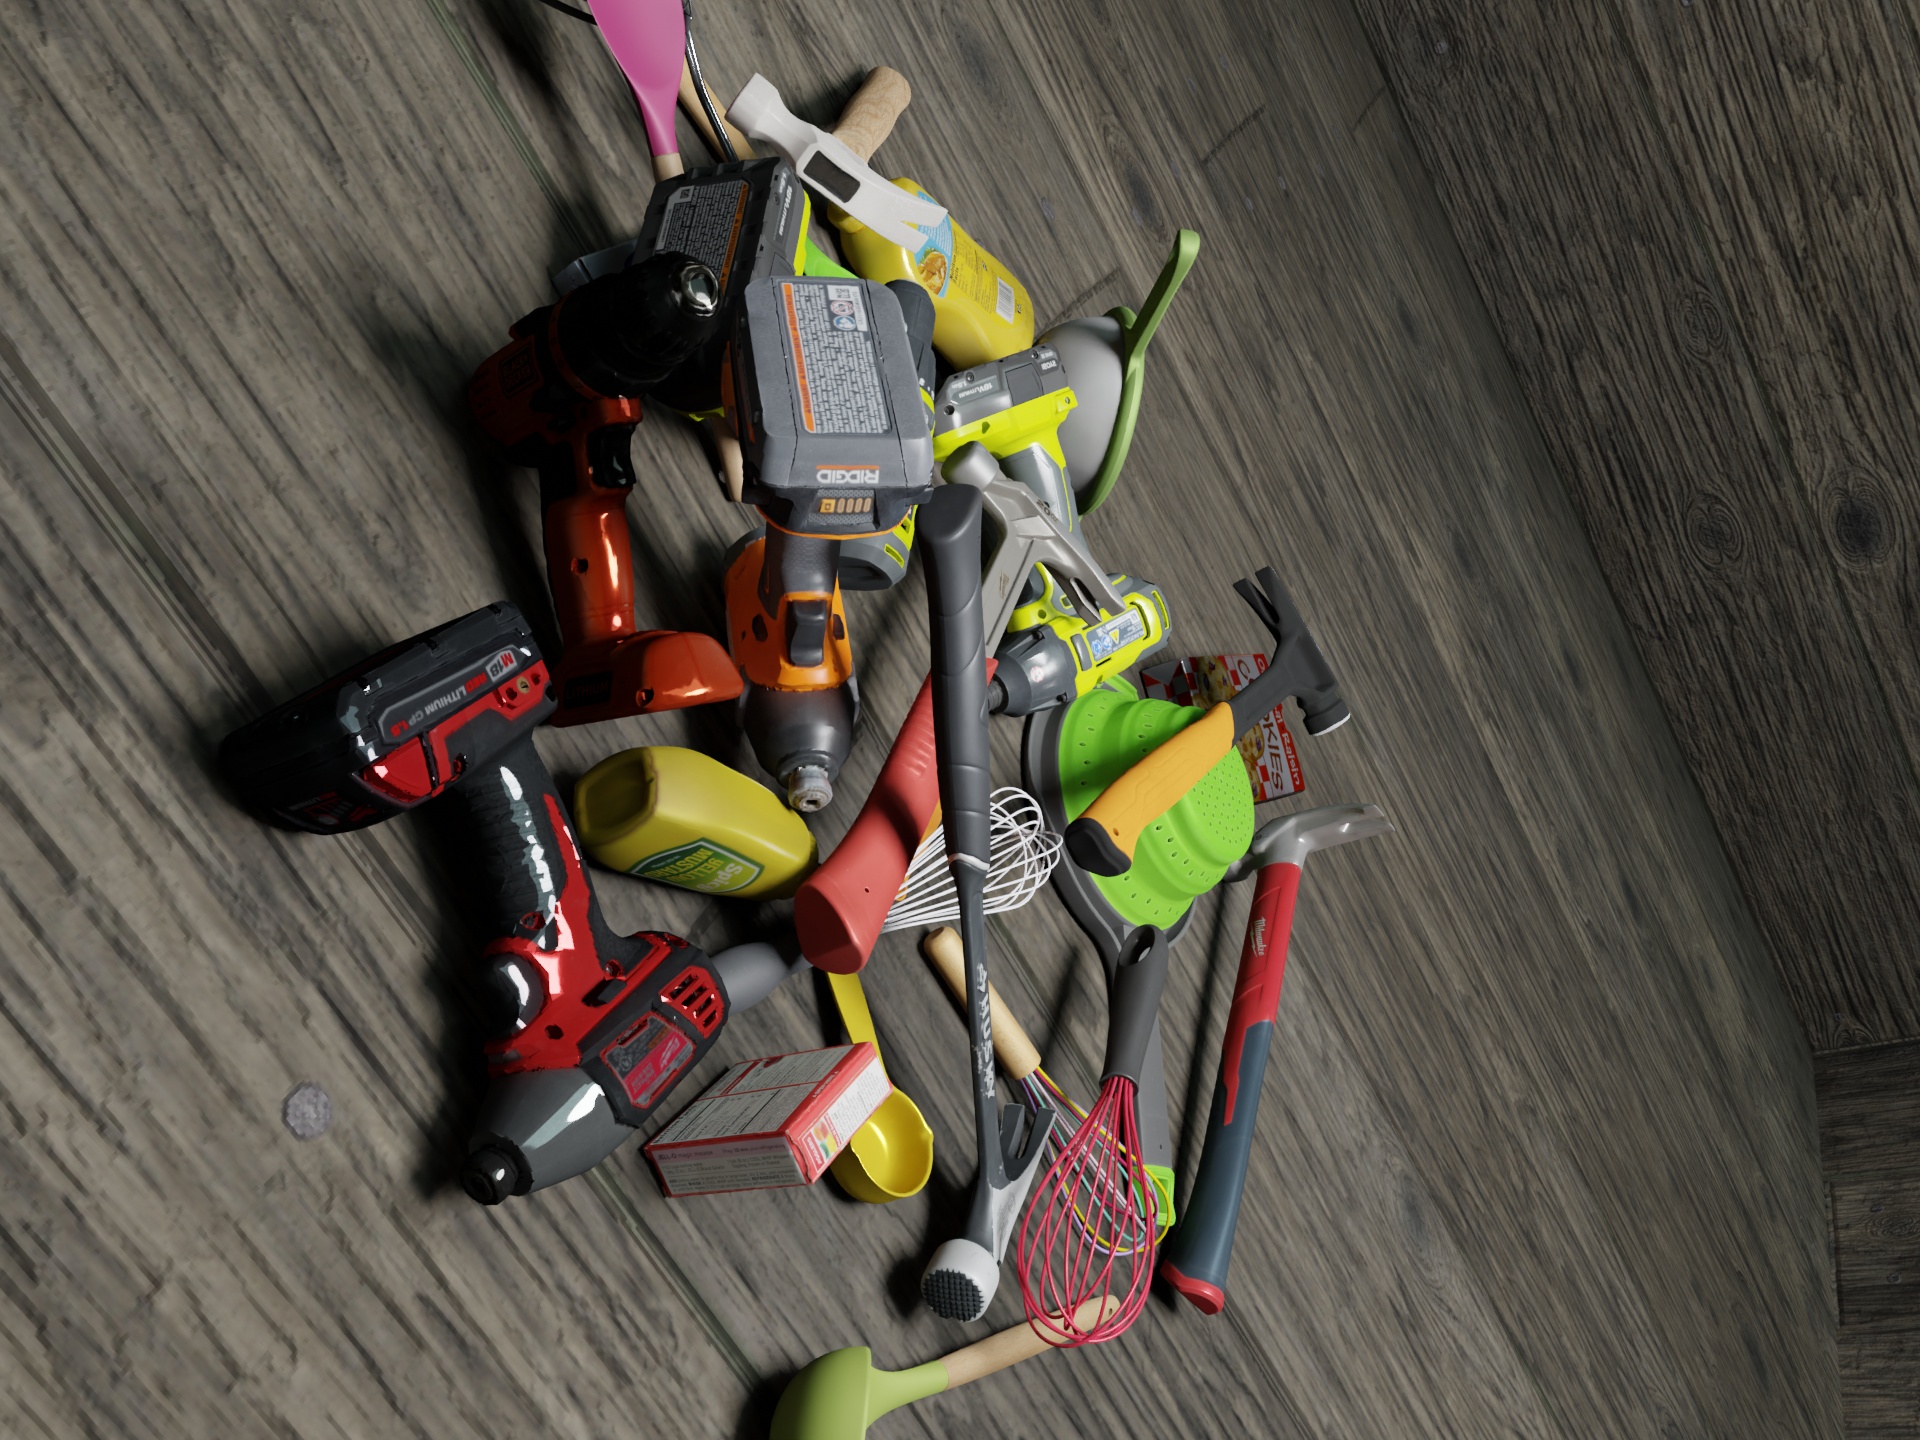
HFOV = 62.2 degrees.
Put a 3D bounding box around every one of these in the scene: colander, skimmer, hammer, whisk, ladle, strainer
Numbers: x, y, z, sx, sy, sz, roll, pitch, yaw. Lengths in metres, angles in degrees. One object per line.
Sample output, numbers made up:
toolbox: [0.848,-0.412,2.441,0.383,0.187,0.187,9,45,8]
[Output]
colander: [0.143,0.129,1.068,0.204,0.094,0.397,26,53,-47]
skimmer: [-0.153,-0.305,0.922,0.127,0.090,0.363,-79,148,-54]
hammer: [0.212,0.218,1.099,0.038,0.143,0.387,46,44,-28]
hammer: [0.158,0.006,1.038,0.337,0.034,0.127,-34,96,-49]
whisk: [-0.041,0.101,0.836,0.284,0.070,0.070,-21,91,-47]
hammer: [0.008,0.086,0.794,0.149,0.036,0.408,-46,136,-63]
ladle: [0.013,0.333,0.812,0.320,0.062,0.078,12,88,-56]
strainer: [0.088,-0.249,1.096,0.069,0.256,0.152,8,62,-13]
hammer: [-0.001,-0.003,0.875,0.149,0.036,0.359,46,42,-22]
whisk: [0.088,0.223,0.903,0.073,0.073,0.296,53,33,-25]
hammer: [-0.060,-0.374,1.005,0.130,0.031,0.332,36,26,-15]
whisk: [0.053,0.219,0.940,0.245,0.047,0.051,57,36,-14]

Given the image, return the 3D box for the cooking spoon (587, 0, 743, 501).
cooking spoon: [-0.151,-0.272,0.842,0.069,0.017,0.318,-32,116,-49]

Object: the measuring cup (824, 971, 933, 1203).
measuring cup: [-0.059,0.173,0.825,0.062,0.029,0.157,9,55,-50]

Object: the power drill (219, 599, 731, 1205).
power drill: [-0.187,0.077,0.638,0.219,0.078,0.143,64,34,-14]

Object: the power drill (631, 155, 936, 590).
power drill: [-0.081,-0.200,0.870,0.228,0.080,0.191,40,56,-58]

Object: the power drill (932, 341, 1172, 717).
power drill: [0.039,-0.121,1.049,0.171,0.080,0.223,-28,100,-38]

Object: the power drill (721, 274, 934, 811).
power drill: [-0.071,-0.073,0.749,0.084,0.226,0.164,-2,54,-14]

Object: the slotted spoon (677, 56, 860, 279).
slotted spoon: [-0.132,-0.342,0.975,0.313,0.031,0.070,52,37,-22]

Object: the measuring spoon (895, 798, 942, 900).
measuring spoon: [-0.027,0.066,0.935,0.021,0.011,0.117,56,32,-22]
